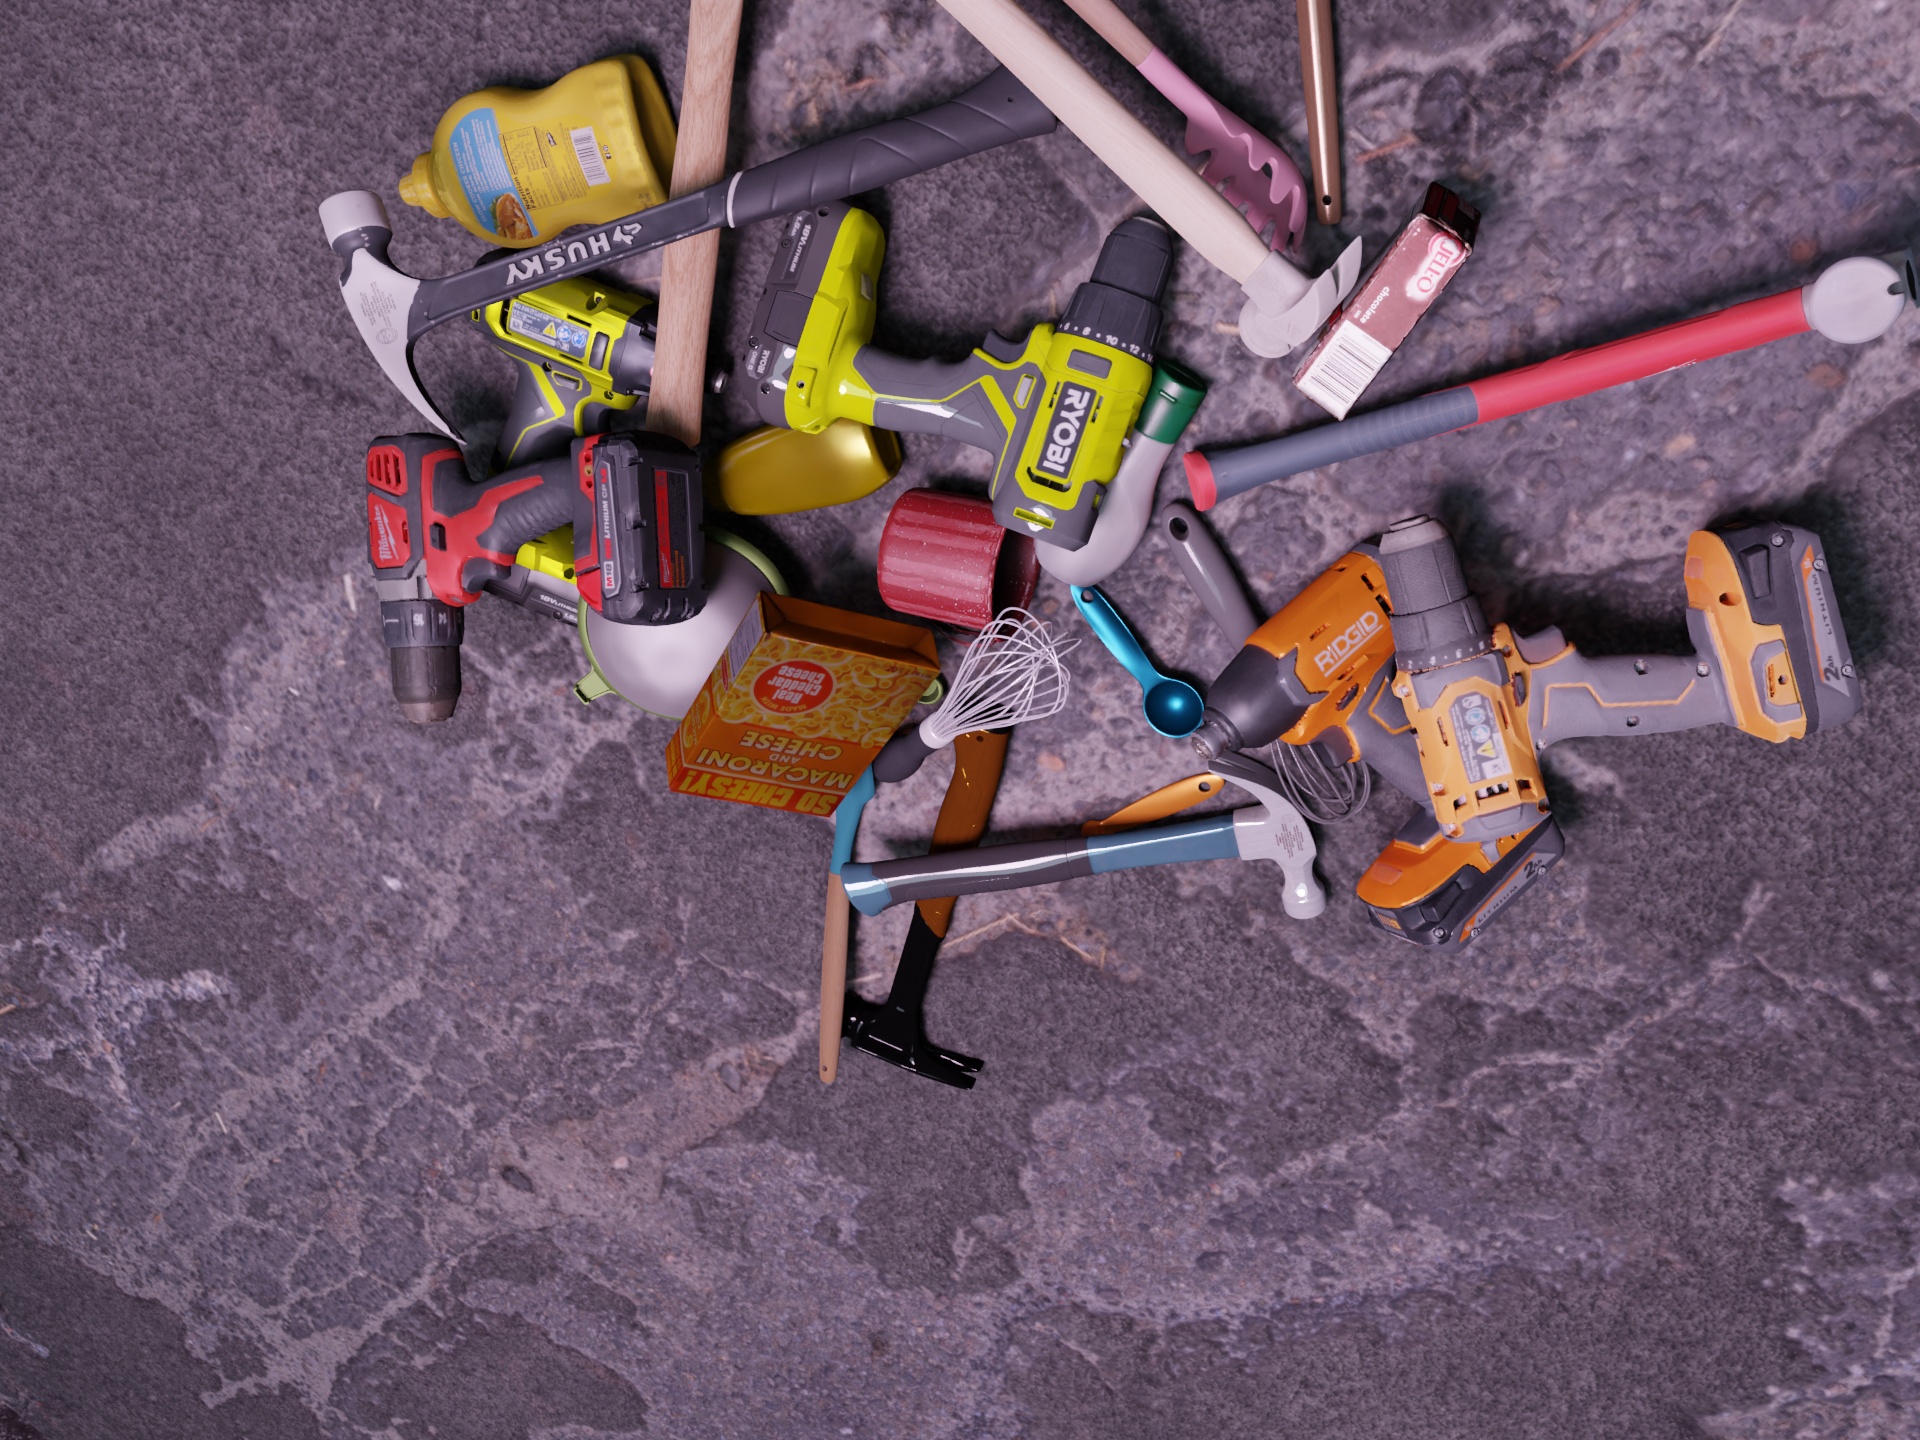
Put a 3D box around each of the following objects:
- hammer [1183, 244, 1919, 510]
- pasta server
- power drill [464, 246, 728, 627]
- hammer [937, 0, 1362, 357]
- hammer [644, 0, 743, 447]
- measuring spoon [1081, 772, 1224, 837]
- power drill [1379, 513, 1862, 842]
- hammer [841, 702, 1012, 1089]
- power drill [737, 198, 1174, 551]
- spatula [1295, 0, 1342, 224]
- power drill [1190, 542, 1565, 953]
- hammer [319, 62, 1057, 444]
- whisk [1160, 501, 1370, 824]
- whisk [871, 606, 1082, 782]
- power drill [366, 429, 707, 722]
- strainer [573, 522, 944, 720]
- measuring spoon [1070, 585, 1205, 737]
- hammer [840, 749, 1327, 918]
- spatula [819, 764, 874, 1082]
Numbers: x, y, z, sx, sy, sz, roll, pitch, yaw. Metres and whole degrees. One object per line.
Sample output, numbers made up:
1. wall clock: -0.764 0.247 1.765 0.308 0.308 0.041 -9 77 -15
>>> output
1. hammer: 0.300 -0.180 0.867 0.386 0.143 0.038 -11 100 38
2. pasta server: 0.072 -0.359 0.826 0.316 0.060 0.040 36 82 -22
3. power drill: -0.258 -0.184 1.073 0.171 0.080 0.223 22 121 2
4. hammer: 0.039 -0.346 0.820 0.410 0.146 0.038 42 91 -2
5. hammer: -0.157 -0.320 0.937 0.130 0.031 0.331 3 120 -16
6. measuring spoon: 0.132 0.063 1.103 0.117 0.011 0.021 -26 106 30
7. power drill: 0.352 -0.048 0.882 0.226 0.084 0.185 -17 96 10
8. hammer: -0.010 0.133 1.182 0.127 0.034 0.336 21 123 9
9. power drill: 0.002 -0.223 0.935 0.228 0.080 0.190 21 97 10
10. spatula: 0.175 -0.416 0.815 0.060 0.018 0.315 0 117 24
11. power drill: 0.247 0.029 0.961 0.164 0.084 0.226 -39 104 -11
12. hammer: -0.143 -0.281 0.892 0.409 0.036 0.149 -19 88 -1
13. whisk: 0.190 -0.034 1.011 0.055 0.055 0.239 -26 102 30
14. whisk: -0.001 -0.004 1.036 0.070 0.070 0.284 43 152 -6
15. power drill: -0.278 -0.093 1.008 0.227 0.080 0.188 0 94 22
16. strainer: -0.135 -0.039 1.071 0.256 0.069 0.151 14 118 -8
17. measuring spoon: 0.117 -0.045 1.050 0.042 0.021 0.128 -37 92 33
18. hammer: 0.078 0.097 1.101 0.331 0.033 0.128 -9 115 14
19. spatula: -0.100 0.139 1.197 0.082 0.044 0.317 16 114 28
